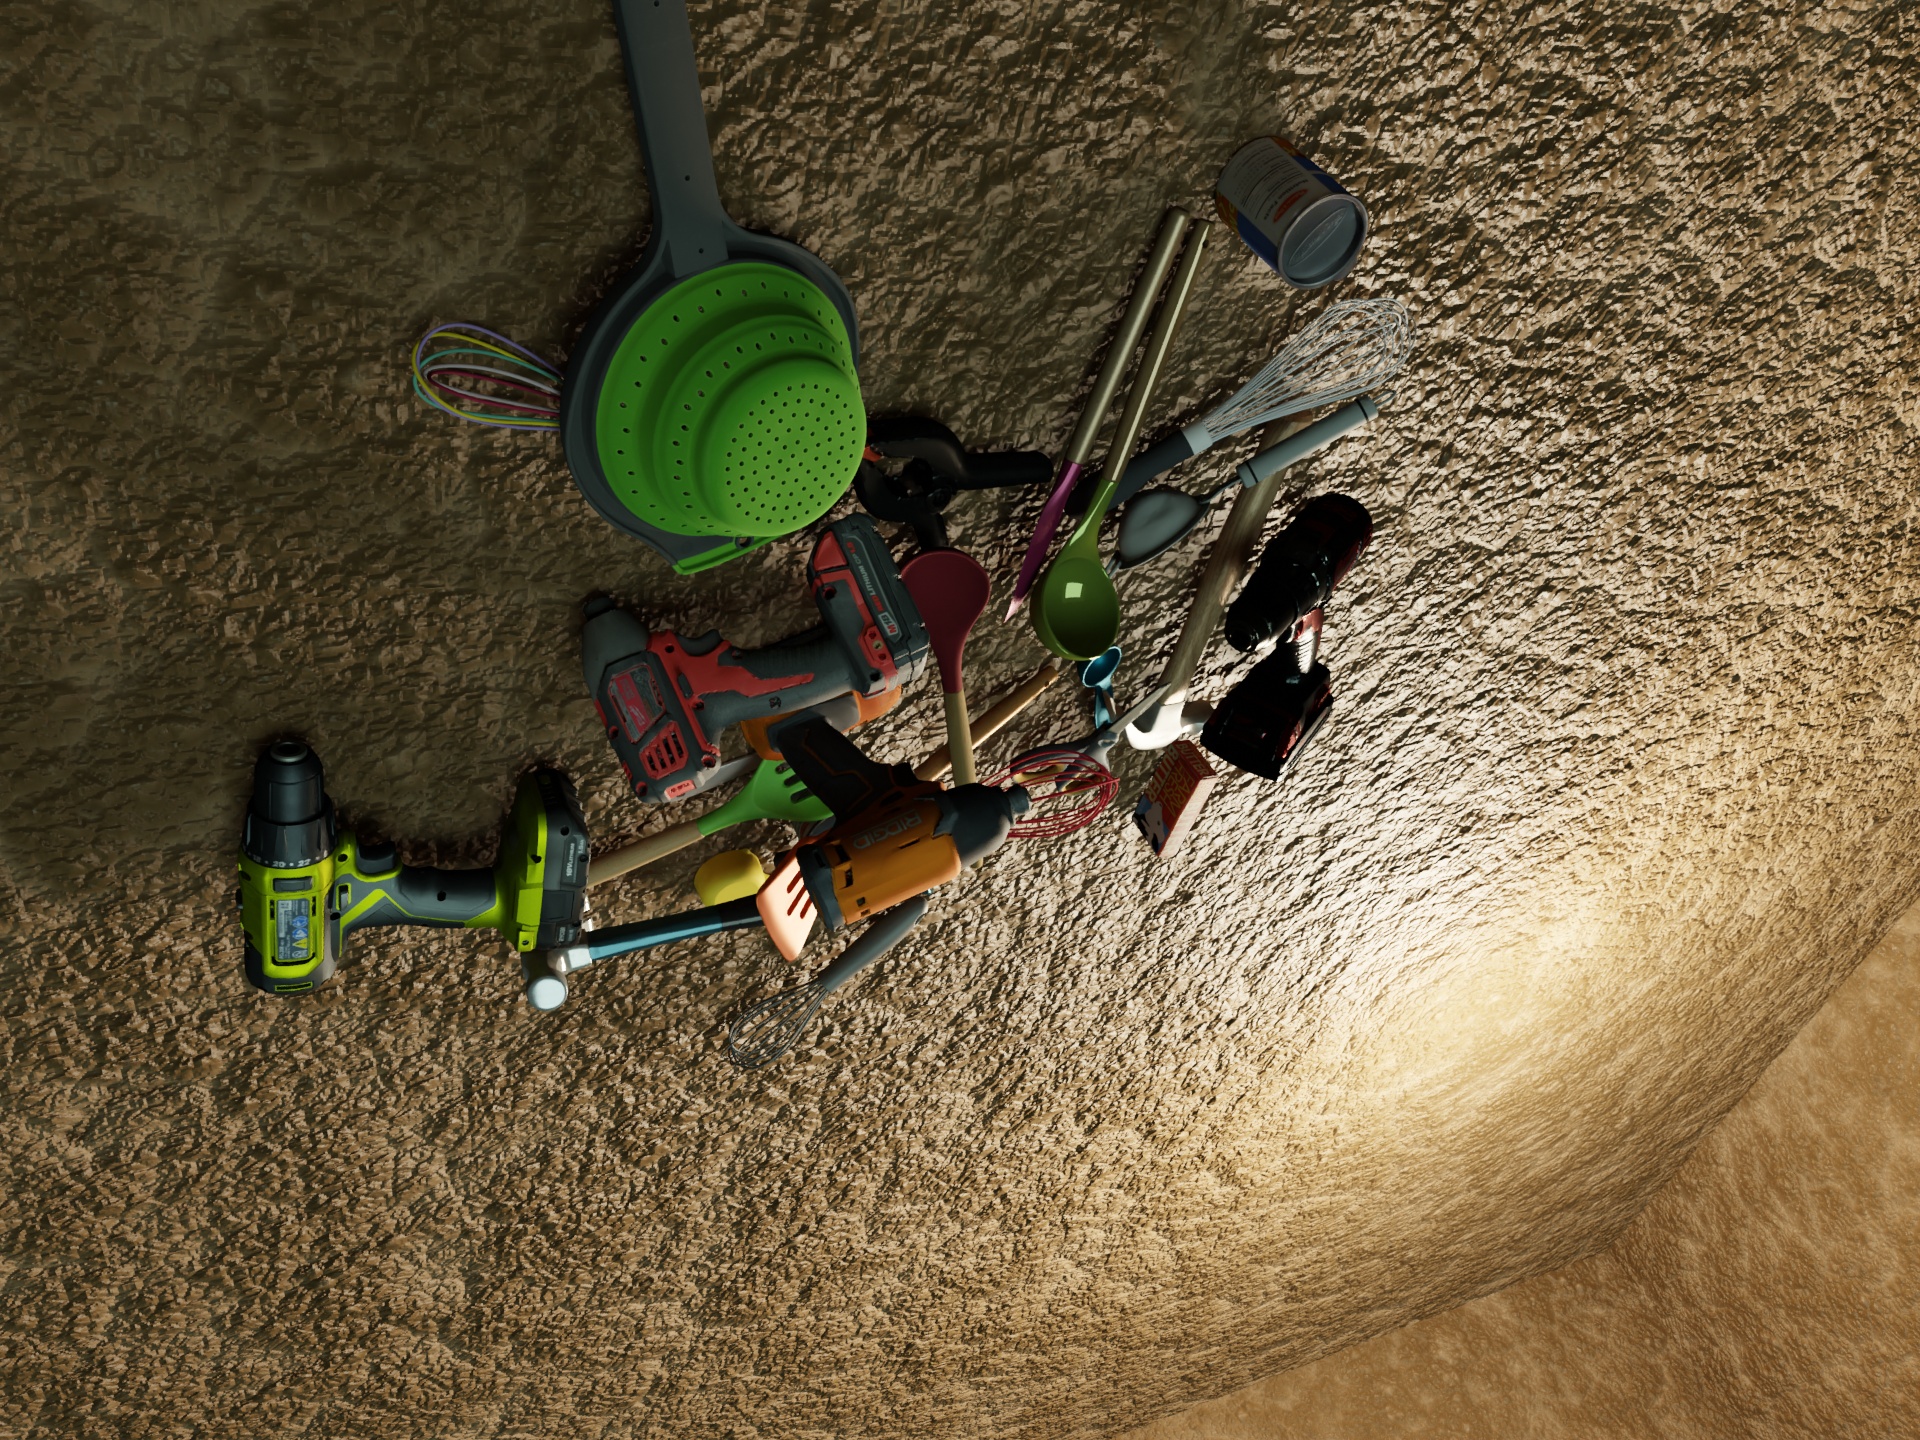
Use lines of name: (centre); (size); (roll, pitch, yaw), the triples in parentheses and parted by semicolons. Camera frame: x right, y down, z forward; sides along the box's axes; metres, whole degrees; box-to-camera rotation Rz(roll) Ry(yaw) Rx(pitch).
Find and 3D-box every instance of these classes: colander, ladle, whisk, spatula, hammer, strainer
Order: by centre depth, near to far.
colander: (-0.128, -0.236, 0.885); (0.204, 0.095, 0.396); (-28, 138, -24)
whisk: (-0.215, -0.179, 0.957); (0.244, 0.047, 0.051); (11, 124, -43)
ladle: (0.122, -0.189, 1.113); (0.078, 0.062, 0.320); (-3, 123, -40)
whisk: (0.200, -0.224, 1.160); (0.284, 0.070, 0.070); (-29, 141, 7)
strainer: (0.204, -0.181, 1.180); (0.258, 0.087, 0.050); (-28, 110, 11)
ladle: (-0.002, -0.004, 1.203); (0.069, 0.031, 0.315); (-5, 129, 3)
spatula: (-0.035, 0.057, 1.242); (0.322, 0.041, 0.080); (-39, 134, -21)
hammer: (-0.176, 0.153, 1.247); (0.331, 0.128, 0.033); (-11, 110, -16)
hammer: (0.205, -0.107, 1.293); (0.130, 0.031, 0.331); (-12, 136, -36)
whisk: (-0.012, 0.082, 1.319); (0.296, 0.073, 0.073); (-14, 140, 2)
whisk: (-0.124, 0.238, 1.451); (0.239, 0.055, 0.055); (-40, 140, 4)

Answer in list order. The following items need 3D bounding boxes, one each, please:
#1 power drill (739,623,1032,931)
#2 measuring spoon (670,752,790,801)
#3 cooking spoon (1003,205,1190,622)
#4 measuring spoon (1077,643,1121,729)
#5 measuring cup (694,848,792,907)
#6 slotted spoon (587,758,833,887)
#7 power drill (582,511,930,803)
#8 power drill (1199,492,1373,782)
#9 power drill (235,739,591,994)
power drill: (-0.060, 0.029, 1.124); (0.164, 0.227, 0.084); (-22, 140, -10)
measuring spoon: (-0.172, 0.042, 1.233); (0.124, 0.018, 0.034); (-22, 140, -10)
cooking spoon: (0.090, -0.205, 1.113); (0.017, 0.069, 0.318); (23, 119, 0)
measuring spoon: (0.115, -0.028, 1.345); (0.042, 0.021, 0.128); (-36, 152, -15)
measuring cup: (-0.153, 0.149, 1.346); (0.156, 0.029, 0.062); (19, 120, -40)
slotted spoon: (-0.225, 0.091, 1.226); (0.314, 0.031, 0.070); (-23, 107, 2)
power drill: (-0.143, -0.049, 1.071); (0.219, 0.143, 0.078); (-25, 172, -10)
power drill: (0.258, -0.056, 1.300); (0.188, 0.080, 0.226); (-44, 151, -38)
power drill: (-0.382, 0.095, 1.111); (0.228, 0.080, 0.190); (-2, 124, -26)
